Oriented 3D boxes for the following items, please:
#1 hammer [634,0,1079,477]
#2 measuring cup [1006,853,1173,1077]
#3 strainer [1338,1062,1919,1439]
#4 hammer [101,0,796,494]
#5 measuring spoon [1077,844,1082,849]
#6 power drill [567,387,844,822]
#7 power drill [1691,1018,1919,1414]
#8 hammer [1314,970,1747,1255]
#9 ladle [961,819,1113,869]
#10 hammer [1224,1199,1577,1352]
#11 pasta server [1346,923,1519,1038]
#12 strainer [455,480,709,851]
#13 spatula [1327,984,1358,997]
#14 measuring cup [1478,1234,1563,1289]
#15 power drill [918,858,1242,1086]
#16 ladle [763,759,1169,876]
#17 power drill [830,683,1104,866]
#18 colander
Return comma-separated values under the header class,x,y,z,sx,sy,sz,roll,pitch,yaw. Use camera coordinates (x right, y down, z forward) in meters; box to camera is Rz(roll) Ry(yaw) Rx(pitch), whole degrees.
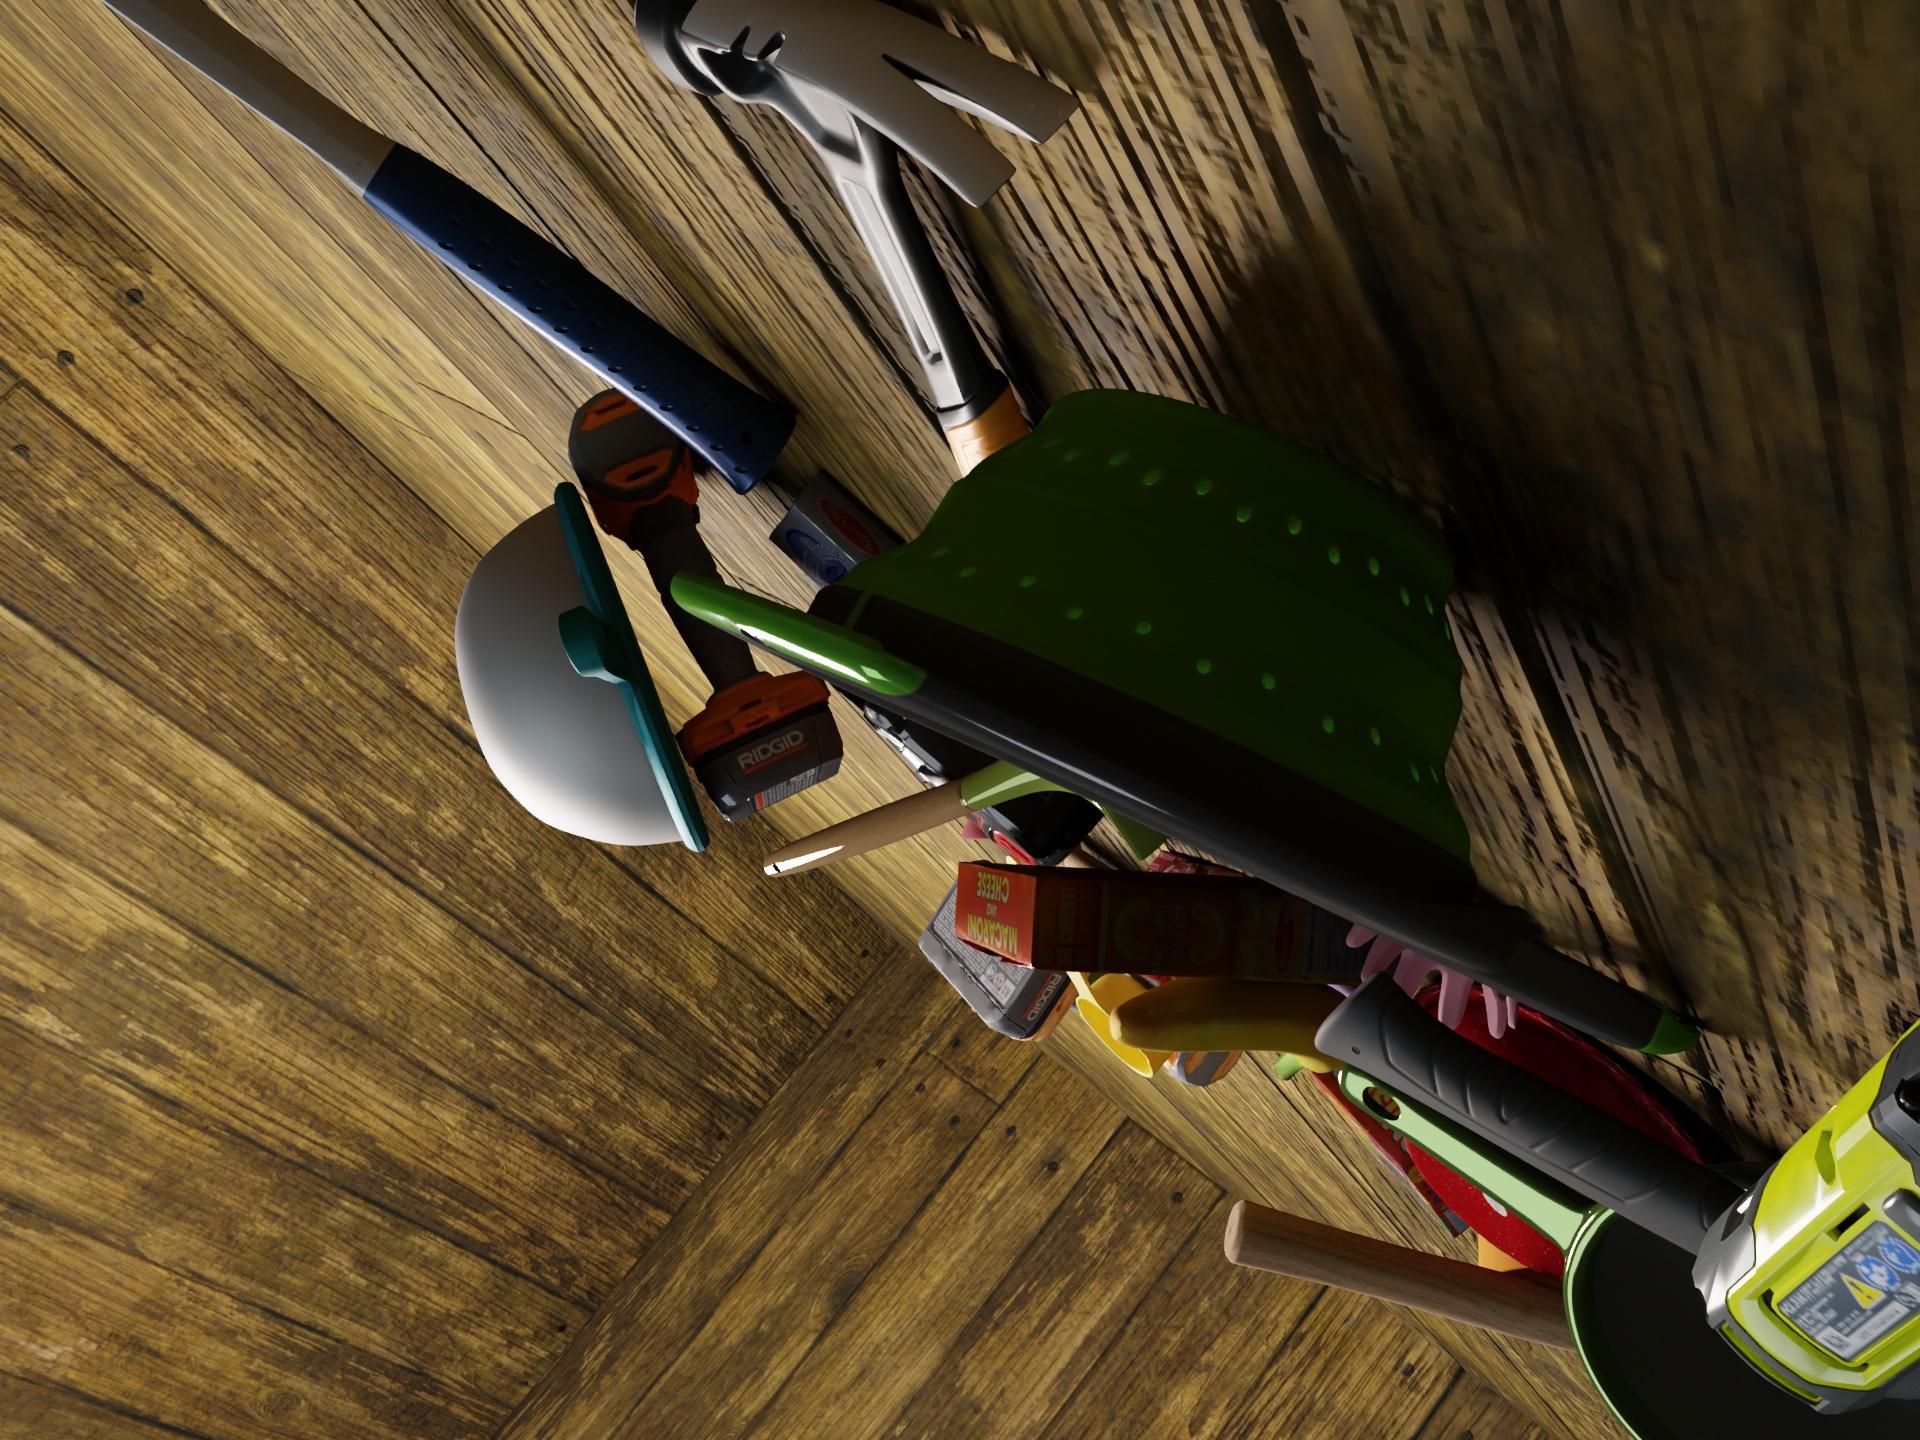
class,x,y,z,sx,sy,sz,roll,pitch,yaw
hammer,0.017,-0.084,0.507,0.127,0.034,0.336,35,169,31
measuring cup,0.069,0.122,0.826,0.062,0.029,0.156,21,146,59
strainer,0.268,0.194,0.609,0.257,0.069,0.151,32,128,32
hammer,-0.235,-0.229,0.626,0.405,0.144,0.035,35,174,-22
measuring spoon,0.105,0.105,1.052,0.124,0.018,0.034,33,171,-1
power drill,-0.146,-0.061,0.897,0.226,0.084,0.164,64,171,5
power drill,0.297,0.154,0.343,0.223,0.080,0.171,38,145,24
hammer,0.262,0.175,0.518,0.335,0.035,0.146,27,138,38
ladle,0.074,0.088,0.893,0.316,0.069,0.031,-148,48,-67
hammer,0.281,0.268,0.703,0.331,0.031,0.130,14,170,4
pasta server,0.107,0.025,0.548,0.316,0.040,0.060,39,155,-33
strainer,-0.205,-0.016,0.790,0.340,0.095,0.211,171,79,-82
spatula,0.229,0.155,0.801,0.316,0.018,0.059,28,161,51
measuring cup,0.352,0.285,0.832,0.173,0.052,0.095,17,144,-12
power drill,0.077,0.169,1.125,0.226,0.084,0.186,25,-169,-40
ladle,-0.017,0.042,0.671,0.320,0.062,0.078,-23,100,54
power drill,-0.001,-0.003,0.806,0.188,0.080,0.226,40,172,2
colander,0.117,0.008,0.450,0.396,0.094,0.205,25,178,-35
